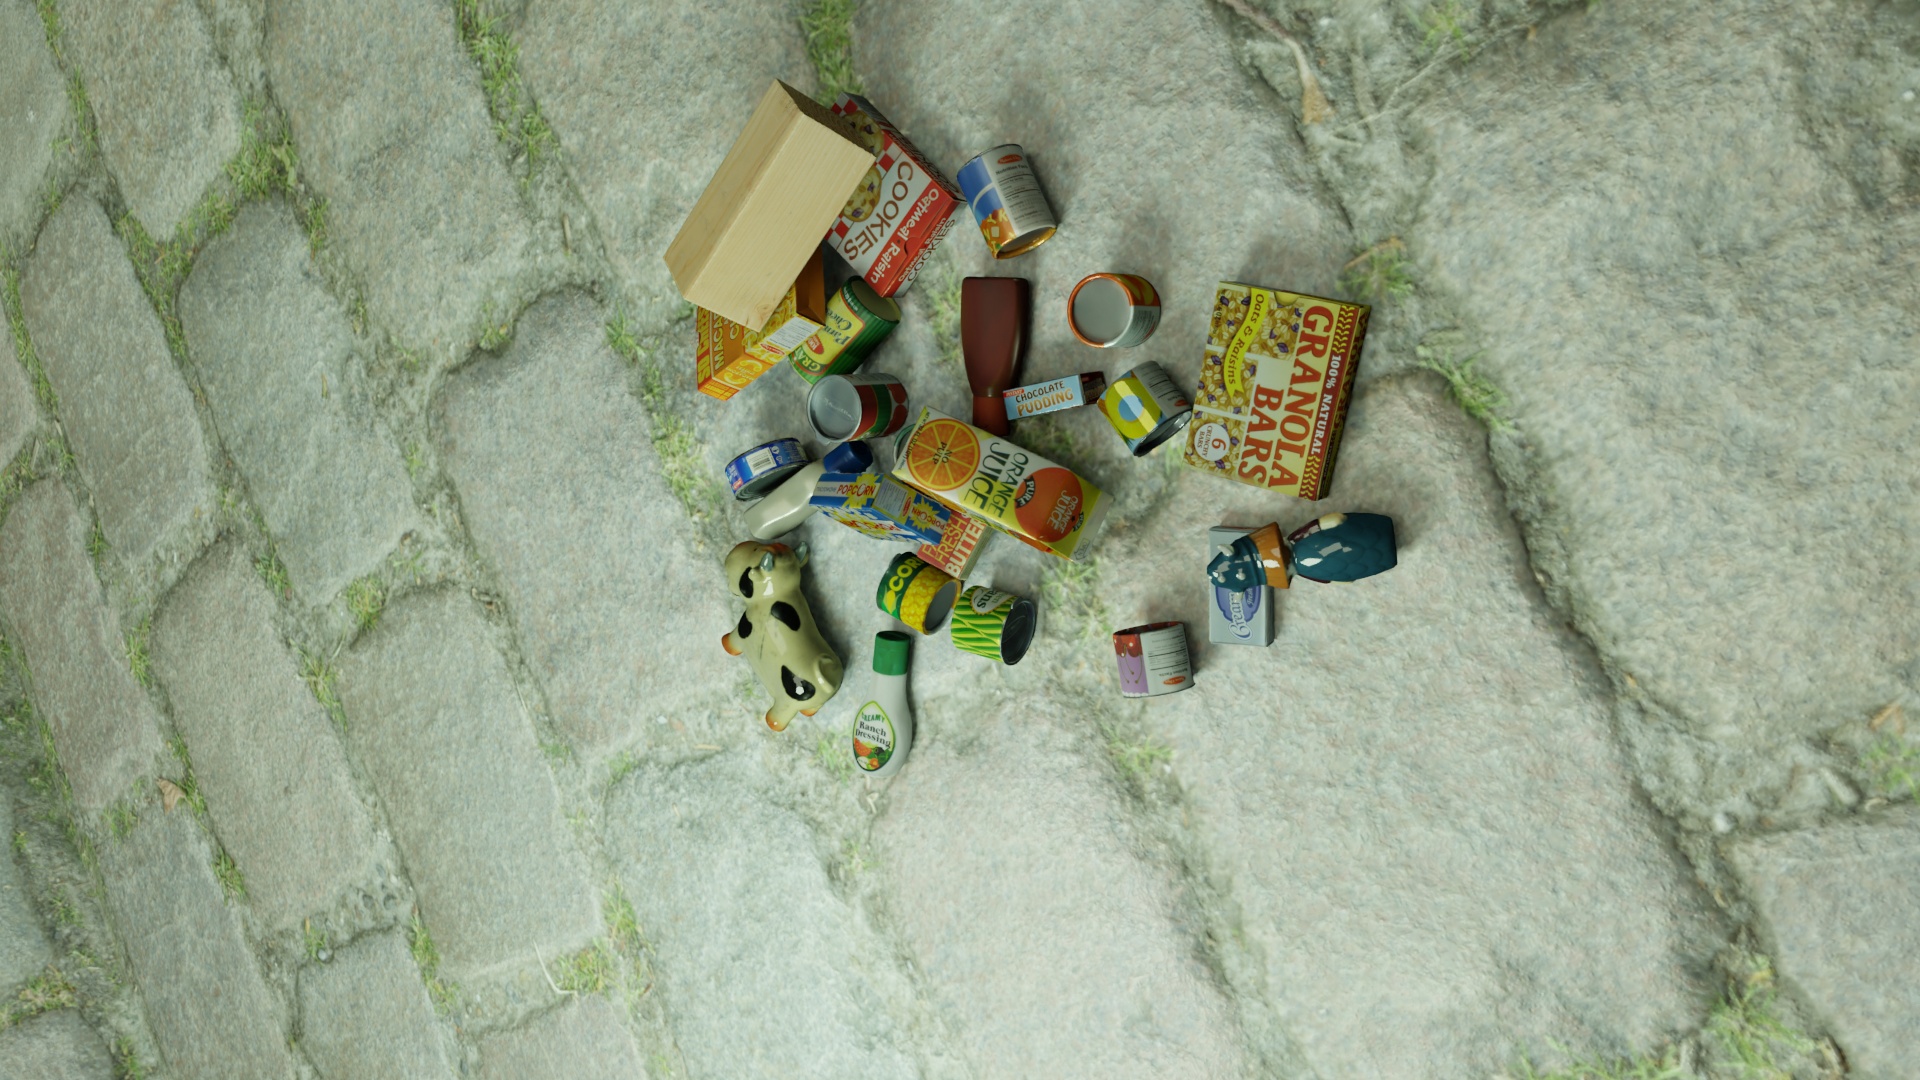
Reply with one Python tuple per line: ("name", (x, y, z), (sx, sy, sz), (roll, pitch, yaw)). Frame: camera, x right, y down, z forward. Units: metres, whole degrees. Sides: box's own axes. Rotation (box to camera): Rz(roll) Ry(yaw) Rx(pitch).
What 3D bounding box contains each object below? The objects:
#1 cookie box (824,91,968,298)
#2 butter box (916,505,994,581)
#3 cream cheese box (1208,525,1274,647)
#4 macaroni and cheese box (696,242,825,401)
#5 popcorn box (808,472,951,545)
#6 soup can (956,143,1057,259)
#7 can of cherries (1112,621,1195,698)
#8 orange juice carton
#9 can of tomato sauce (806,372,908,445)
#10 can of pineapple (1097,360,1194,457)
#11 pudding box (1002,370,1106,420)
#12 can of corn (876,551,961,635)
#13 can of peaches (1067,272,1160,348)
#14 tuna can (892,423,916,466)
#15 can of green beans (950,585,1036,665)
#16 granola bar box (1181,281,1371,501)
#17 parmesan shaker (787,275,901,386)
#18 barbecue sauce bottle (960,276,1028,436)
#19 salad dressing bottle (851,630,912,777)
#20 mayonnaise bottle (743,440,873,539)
("cookie box", (-0.087, -0.337, 1.360), (0.168, 0.040, 0.122), (48, 117, 18))
("butter box", (0.005, -0.017, 1.343), (0.053, 0.024, 0.103), (30, 95, 24))
("cream cheese box", (0.247, 0.040, 1.217), (0.053, 0.024, 0.103), (3, 99, 32))
("macaroni and cheese box", (-0.206, -0.234, 1.410), (0.166, 0.040, 0.124), (-29, 54, 37))
("popcorn box", (-0.079, -0.031, 1.345), (0.126, 0.085, 0.038), (5, 69, 56))
("soup can", (0.042, -0.308, 1.271), (0.071, 0.071, 0.084), (-27, 83, 32))
("can of cherries", (0.172, 0.107, 1.250), (0.071, 0.072, 0.058), (-10, 92, 32))
("orange juice carton", (0.041, -0.048, 1.280), (0.193, 0.073, 0.072), (25, 85, 13))
("can of tomato sauce", (-0.101, -0.130, 1.373), (0.071, 0.083, 0.071), (5, 100, 31))
("can of pineapple", (0.161, -0.115, 1.223), (0.070, 0.071, 0.058), (-43, 74, 29))
("pudding box", (0.088, -0.133, 1.276), (0.083, 0.050, 0.030), (-8, 95, 33))
("can of corn", (-0.041, 0.051, 1.370), (0.058, 0.071, 0.071), (28, 111, 25))
("can of peaches", (0.134, -0.205, 1.232), (0.071, 0.058, 0.071), (5, 100, 31))
("tuna can", (-0.030, -0.085, 1.365), (0.071, 0.033, 0.071), (5, 100, 31))
("can of green beans", (0.032, 0.081, 1.332), (0.058, 0.071, 0.071), (15, 105, 30))
("granola bar box", (0.264, -0.127, 1.173), (0.124, 0.039, 0.165), (17, 106, 29))
("parmesan shaker", (-0.117, -0.208, 1.383), (0.102, 0.071, 0.071), (-44, 74, 28))
("barbecue sauce bottle", (0.031, -0.174, 1.309), (0.065, 0.044, 0.148), (7, 101, 30))
("salad dressing bottle", (-0.077, 0.167, 1.424), (0.064, 0.044, 0.147), (14, 104, 31))
("mayonnaise bottle", (-0.154, -0.054, 1.432), (0.147, 0.065, 0.041), (-35, 78, 27))
